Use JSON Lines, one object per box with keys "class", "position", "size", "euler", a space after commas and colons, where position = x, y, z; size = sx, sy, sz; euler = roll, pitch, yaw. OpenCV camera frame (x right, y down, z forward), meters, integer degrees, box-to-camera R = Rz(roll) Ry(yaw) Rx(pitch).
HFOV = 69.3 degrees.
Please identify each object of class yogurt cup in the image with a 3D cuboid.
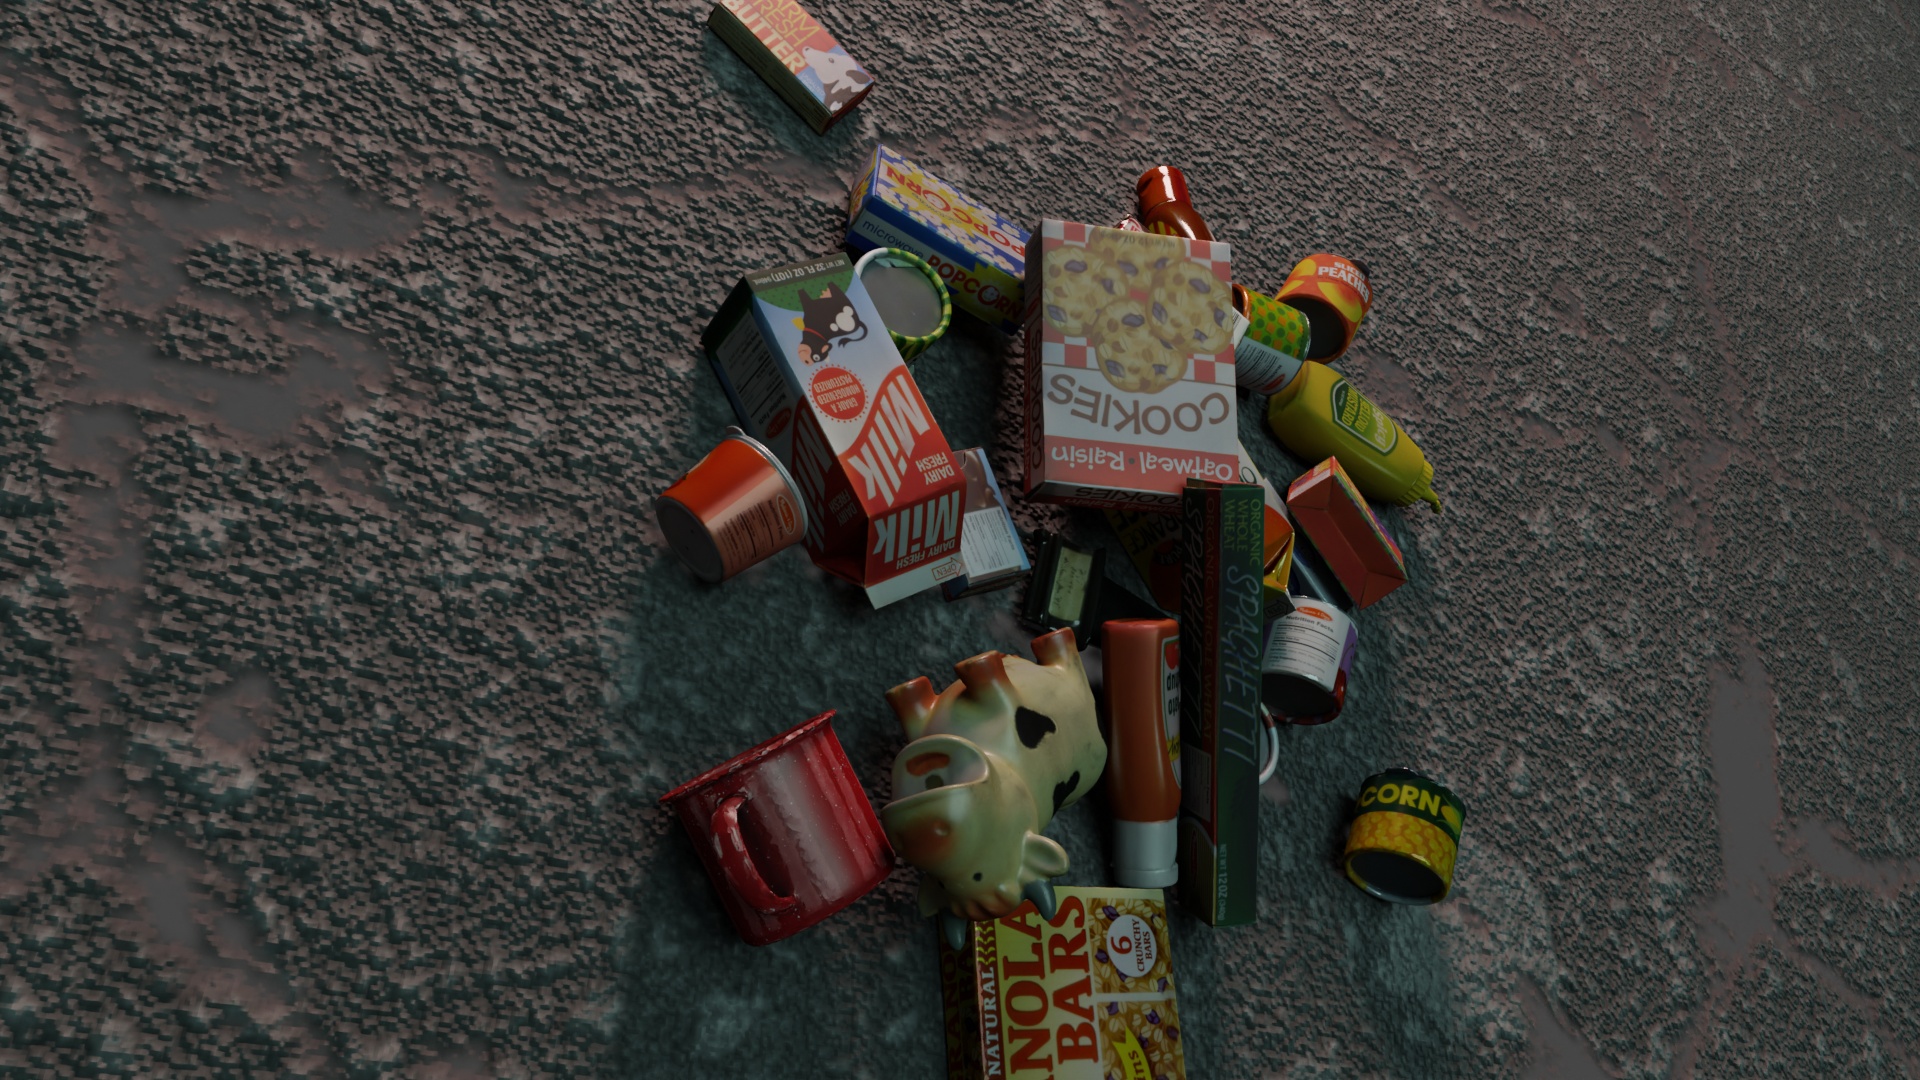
{"class": "yogurt cup", "position": [-0.121, -0.014, 0.726], "size": [0.054, 0.072, 0.072], "euler": [-38, 90, -31]}

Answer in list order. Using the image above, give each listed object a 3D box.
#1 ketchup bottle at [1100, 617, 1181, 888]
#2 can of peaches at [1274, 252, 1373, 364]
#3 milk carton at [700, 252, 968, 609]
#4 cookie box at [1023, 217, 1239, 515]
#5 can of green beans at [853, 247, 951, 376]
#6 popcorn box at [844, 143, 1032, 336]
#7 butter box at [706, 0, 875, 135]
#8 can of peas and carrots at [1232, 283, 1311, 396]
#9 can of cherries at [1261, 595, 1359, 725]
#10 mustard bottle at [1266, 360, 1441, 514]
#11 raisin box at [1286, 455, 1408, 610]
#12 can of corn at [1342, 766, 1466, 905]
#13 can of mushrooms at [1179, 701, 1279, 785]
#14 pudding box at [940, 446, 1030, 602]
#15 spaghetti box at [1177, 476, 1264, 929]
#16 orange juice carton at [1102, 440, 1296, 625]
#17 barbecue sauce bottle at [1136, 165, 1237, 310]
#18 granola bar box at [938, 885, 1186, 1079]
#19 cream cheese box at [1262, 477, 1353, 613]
{"class": "ketchup bottle", "position": [0.103, 0.119, 0.787], "size": [0.065, 0.043, 0.148], "euler": [0, 89, -74]}
{"class": "can of peaches", "position": [0.272, -0.175, 1.048], "size": [0.071, 0.071, 0.058], "euler": [43, 53, -8]}
{"class": "milk carton", "position": [-0.064, -0.056, 0.776], "size": [0.072, 0.073, 0.190], "euler": [-21, 80, -37]}
{"class": "cookie box", "position": [0.101, -0.102, 0.833], "size": [0.123, 0.040, 0.168], "euler": [5, 74, -14]}
{"class": "can of green beans", "position": [-0.047, -0.133, 0.834], "size": [0.071, 0.057, 0.071], "euler": [14, 61, -27]}
{"class": "popcorn box", "position": [-0.009, -0.191, 0.880], "size": [0.126, 0.038, 0.085], "euler": [27, 31, -19]}
{"class": "butter box", "position": [-0.110, -0.318, 0.906], "size": [0.103, 0.024, 0.053], "euler": [44, 52, -7]}
{"class": "can of peas and carrots", "position": [0.207, -0.146, 0.996], "size": [0.059, 0.070, 0.071], "euler": [18, 59, -24]}
{"class": "can of cherries", "position": [0.218, 0.079, 0.893], "size": [0.071, 0.071, 0.059], "euler": [32, 57, -16]}
{"class": "mustard bottle", "position": [0.300, -0.068, 1.027], "size": [0.160, 0.048, 0.065], "euler": [33, 53, -15]}
{"class": "raisin box", "position": [0.261, -0.008, 0.941], "size": [0.086, 0.040, 0.124], "euler": [55, 18, 1]}
{"class": "can of corn", "position": [0.279, 0.187, 0.876], "size": [0.071, 0.071, 0.058], "euler": [37, 54, -12]}
{"class": "can of mushrooms", "position": [0.160, 0.122, 0.855], "size": [0.071, 0.033, 0.071], "euler": [14, 62, -27]}
{"class": "pudding box", "position": [0.003, -0.010, 0.823], "size": [0.050, 0.030, 0.084], "euler": [-13, 75, -35]}
{"class": "spaghetti box", "position": [0.146, 0.089, 0.784], "size": [0.029, 0.050, 0.249], "euler": [-1, 94, -16]}
{"class": "orange juice carton", "position": [0.143, -0.027, 0.893], "size": [0.073, 0.071, 0.193], "euler": [-25, 82, -37]}
{"class": "barbecue sauce bottle", "position": [0.157, -0.205, 0.998], "size": [0.044, 0.064, 0.149], "euler": [14, 52, -29]}
{"class": "granola bar box", "position": [0.054, 0.265, 0.714], "size": [0.124, 0.039, 0.166], "euler": [9, 63, -28]}
{"class": "cream cheese box", "position": [0.210, 0.014, 0.927], "size": [0.024, 0.053, 0.104], "euler": [-31, 86, -40]}
